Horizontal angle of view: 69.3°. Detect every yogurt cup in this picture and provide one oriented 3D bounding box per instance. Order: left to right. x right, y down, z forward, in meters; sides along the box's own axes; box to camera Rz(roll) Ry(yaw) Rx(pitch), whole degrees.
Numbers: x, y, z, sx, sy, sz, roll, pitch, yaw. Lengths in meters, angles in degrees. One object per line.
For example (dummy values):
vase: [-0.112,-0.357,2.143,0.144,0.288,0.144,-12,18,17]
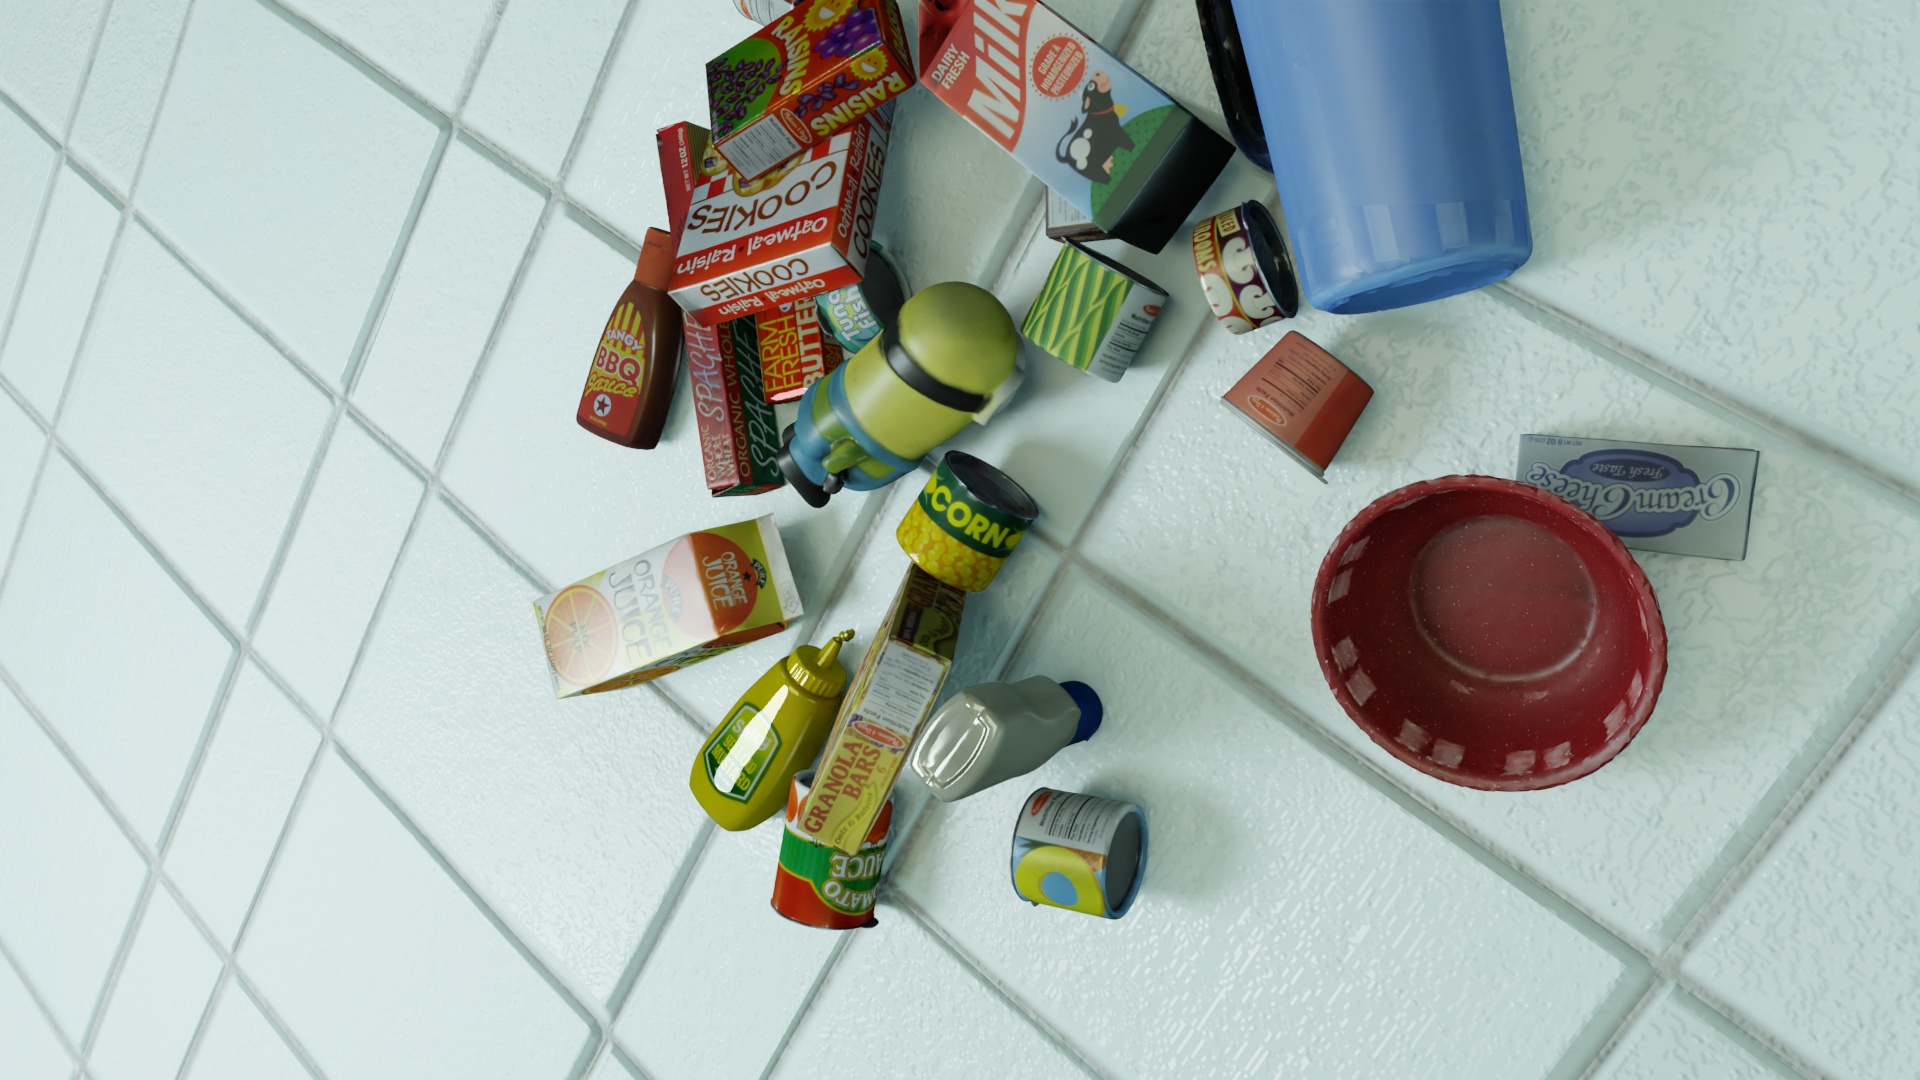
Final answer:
yogurt cup: [0.179,-0.073,0.729,0.072,0.072,0.054,42,102,23]

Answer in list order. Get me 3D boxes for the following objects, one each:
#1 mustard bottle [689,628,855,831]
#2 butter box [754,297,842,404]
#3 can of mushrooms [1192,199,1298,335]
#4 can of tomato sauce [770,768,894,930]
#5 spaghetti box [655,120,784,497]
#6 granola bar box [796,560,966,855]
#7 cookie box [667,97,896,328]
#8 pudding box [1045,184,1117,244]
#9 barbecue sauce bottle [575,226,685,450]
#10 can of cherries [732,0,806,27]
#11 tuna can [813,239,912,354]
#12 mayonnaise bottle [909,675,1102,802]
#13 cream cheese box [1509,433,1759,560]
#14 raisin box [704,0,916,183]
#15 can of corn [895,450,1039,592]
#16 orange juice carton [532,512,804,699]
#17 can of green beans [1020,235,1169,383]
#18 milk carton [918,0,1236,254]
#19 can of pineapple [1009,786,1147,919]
mustard bottle: [-0.116,0.116,0.904,0.065,0.049,0.159,42,110,22]
butter box: [-0.108,-0.143,0.913,0.053,0.024,0.103,-10,85,30]
can of mushrooms: [0.151,-0.146,0.740,0.033,0.071,0.071,-17,82,30]
can of tomato sauce: [-0.079,0.193,0.873,0.071,0.071,0.083,13,96,29]
spaghetti box: [-0.160,-0.153,0.928,0.028,0.050,0.250,-12,85,30]
granola bar box: [-0.040,0.087,0.798,0.039,0.166,0.124,25,105,-3]
cookie box: [-0.107,-0.221,0.864,0.123,0.040,0.168,-11,57,29]
pudding box: [0.077,-0.217,0.805,0.049,0.030,0.083,-1,90,31]
barbecue sauce bottle: [-0.220,-0.141,0.965,0.065,0.044,0.148,25,102,28]
can of cherries: [-0.102,-0.356,0.885,0.058,0.071,0.071,35,107,24]
tuna can: [-0.060,-0.150,0.859,0.032,0.071,0.071,-18,82,28]
mayonnaise bottle: [0.032,0.103,0.763,0.041,0.148,0.064,43,110,21]
cream cheese box: [0.323,-0.022,0.669,0.104,0.024,0.053,7,95,30]
raisin box: [-0.092,-0.282,0.836,0.123,0.040,0.086,-25,50,18]
can of corn: [0.003,-0.010,0.824,0.071,0.071,0.058,42,111,22]
orange juice carton: [-0.189,0.045,0.931,0.192,0.073,0.072,-21,80,27]
can of green beans: [0.075,-0.129,0.785,0.071,0.071,0.057,36,108,24]
milk carton: [0.049,-0.244,0.760,0.191,0.072,0.073,45,111,22]
can of pineapple: [0.069,0.179,0.791,0.058,0.071,0.071,5,93,29]
